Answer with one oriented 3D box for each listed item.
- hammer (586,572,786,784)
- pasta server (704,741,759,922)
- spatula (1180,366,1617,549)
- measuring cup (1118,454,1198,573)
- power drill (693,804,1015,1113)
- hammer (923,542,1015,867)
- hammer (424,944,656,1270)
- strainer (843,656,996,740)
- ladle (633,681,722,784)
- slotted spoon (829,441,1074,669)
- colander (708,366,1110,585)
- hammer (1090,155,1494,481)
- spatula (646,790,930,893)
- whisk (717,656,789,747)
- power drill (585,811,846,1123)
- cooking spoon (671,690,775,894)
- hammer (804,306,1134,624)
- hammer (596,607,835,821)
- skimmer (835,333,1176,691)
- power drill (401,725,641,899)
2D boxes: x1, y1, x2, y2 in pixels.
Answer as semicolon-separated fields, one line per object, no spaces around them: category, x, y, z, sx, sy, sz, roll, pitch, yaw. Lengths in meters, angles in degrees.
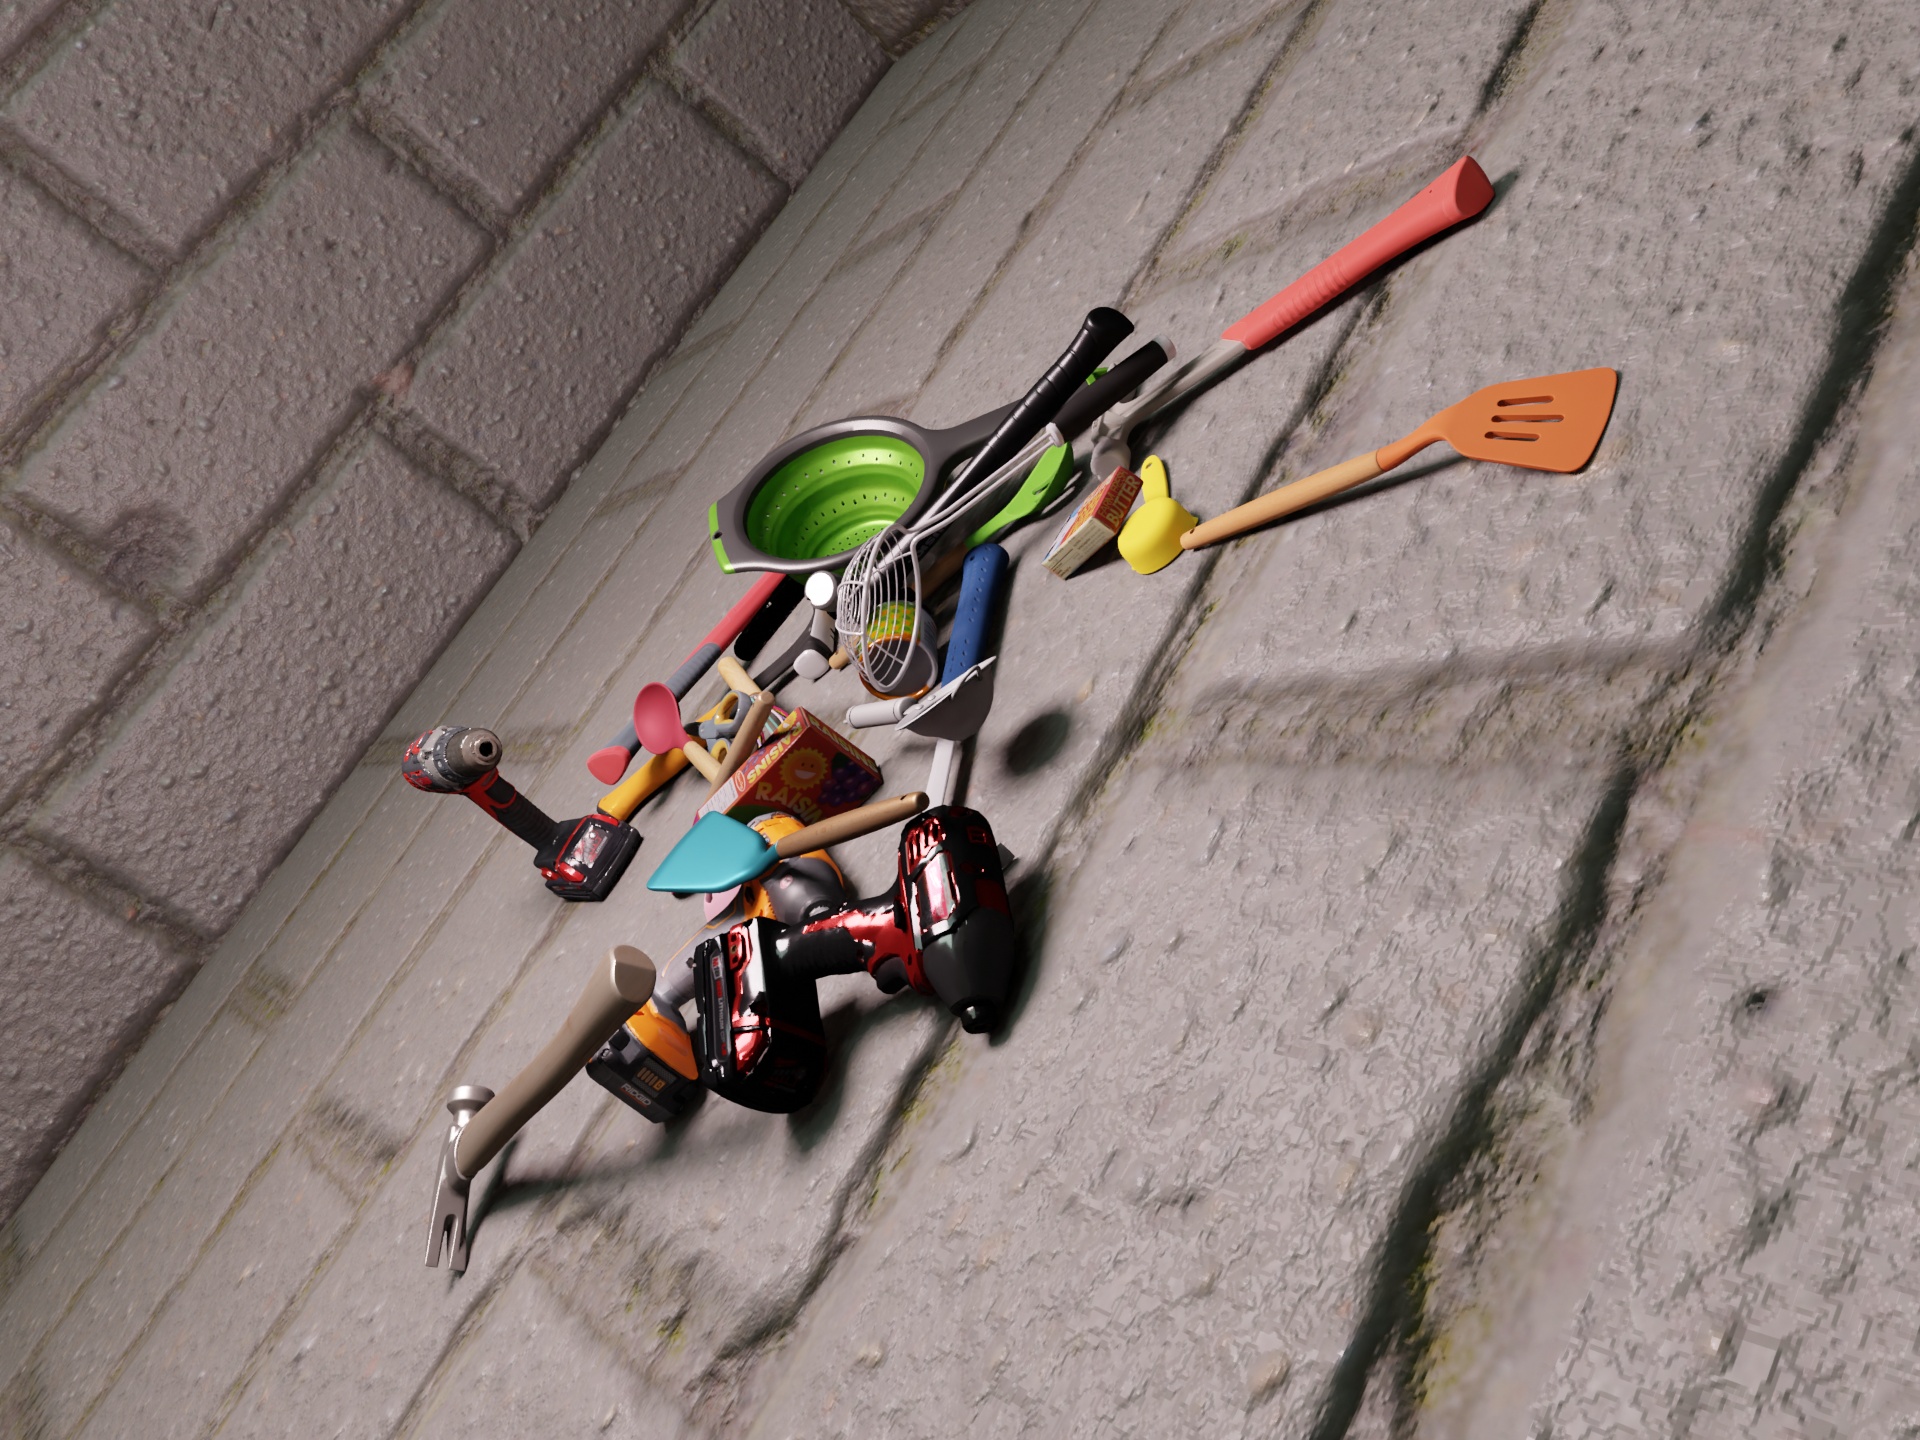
hammer;-0.264;-0.079;1.677;0.143;0.038;0.386;-13;34;54
pasta server;-0.189;0.088;1.392;0.060;0.040;0.316;-41;21;17
spatula;0.253;-0.149;0.995;0.322;0.041;0.081;-18;39;56
measuring cup;0.141;-0.166;1.194;0.062;0.029;0.157;-37;29;25
power drill;-0.061;0.158;0.995;0.219;0.078;0.143;-31;51;25
hammer;-0.002;-0.004;1.194;0.144;0.035;0.406;-33;29;33
hammer;-0.312;0.276;1.156;0.410;0.038;0.146;-45;37;45
strainer;-0.034;-0.007;1.162;0.087;0.050;0.258;-38;13;-22
ladle;-0.237;0.032;1.441;0.316;0.031;0.069;32;113;58
slotted spoon;-0.009;-0.140;1.416;0.313;0.031;0.070;-39;26;26
colander;-0.026;-0.207;1.437;0.397;0.094;0.205;-22;45;3
hammer;0.245;-0.319;1.236;0.359;0.036;0.149;-31;30;36
spatula;-0.116;0.077;1.083;0.317;0.044;0.082;-22;25;54
whisk;-0.186;-0.008;1.461;0.047;0.051;0.245;-56;33;6
power drill;-0.176;0.180;1.170;0.226;0.084;0.164;-47;26;-3
cooking spoon;-0.202;0.063;1.328;0.318;0.017;0.069;125;161;-52
hammer;0.019;-0.204;1.307;0.334;0.146;0.035;-46;66;17
hammer;-0.251;-0.001;1.611;0.337;0.034;0.127;-38;27;23
skimmer;0.045;-0.169;1.236;0.363;0.127;0.090;-39;60;-8
power drill;-0.426;0.082;1.550;0.188;0.226;0.080;-10;45;55
